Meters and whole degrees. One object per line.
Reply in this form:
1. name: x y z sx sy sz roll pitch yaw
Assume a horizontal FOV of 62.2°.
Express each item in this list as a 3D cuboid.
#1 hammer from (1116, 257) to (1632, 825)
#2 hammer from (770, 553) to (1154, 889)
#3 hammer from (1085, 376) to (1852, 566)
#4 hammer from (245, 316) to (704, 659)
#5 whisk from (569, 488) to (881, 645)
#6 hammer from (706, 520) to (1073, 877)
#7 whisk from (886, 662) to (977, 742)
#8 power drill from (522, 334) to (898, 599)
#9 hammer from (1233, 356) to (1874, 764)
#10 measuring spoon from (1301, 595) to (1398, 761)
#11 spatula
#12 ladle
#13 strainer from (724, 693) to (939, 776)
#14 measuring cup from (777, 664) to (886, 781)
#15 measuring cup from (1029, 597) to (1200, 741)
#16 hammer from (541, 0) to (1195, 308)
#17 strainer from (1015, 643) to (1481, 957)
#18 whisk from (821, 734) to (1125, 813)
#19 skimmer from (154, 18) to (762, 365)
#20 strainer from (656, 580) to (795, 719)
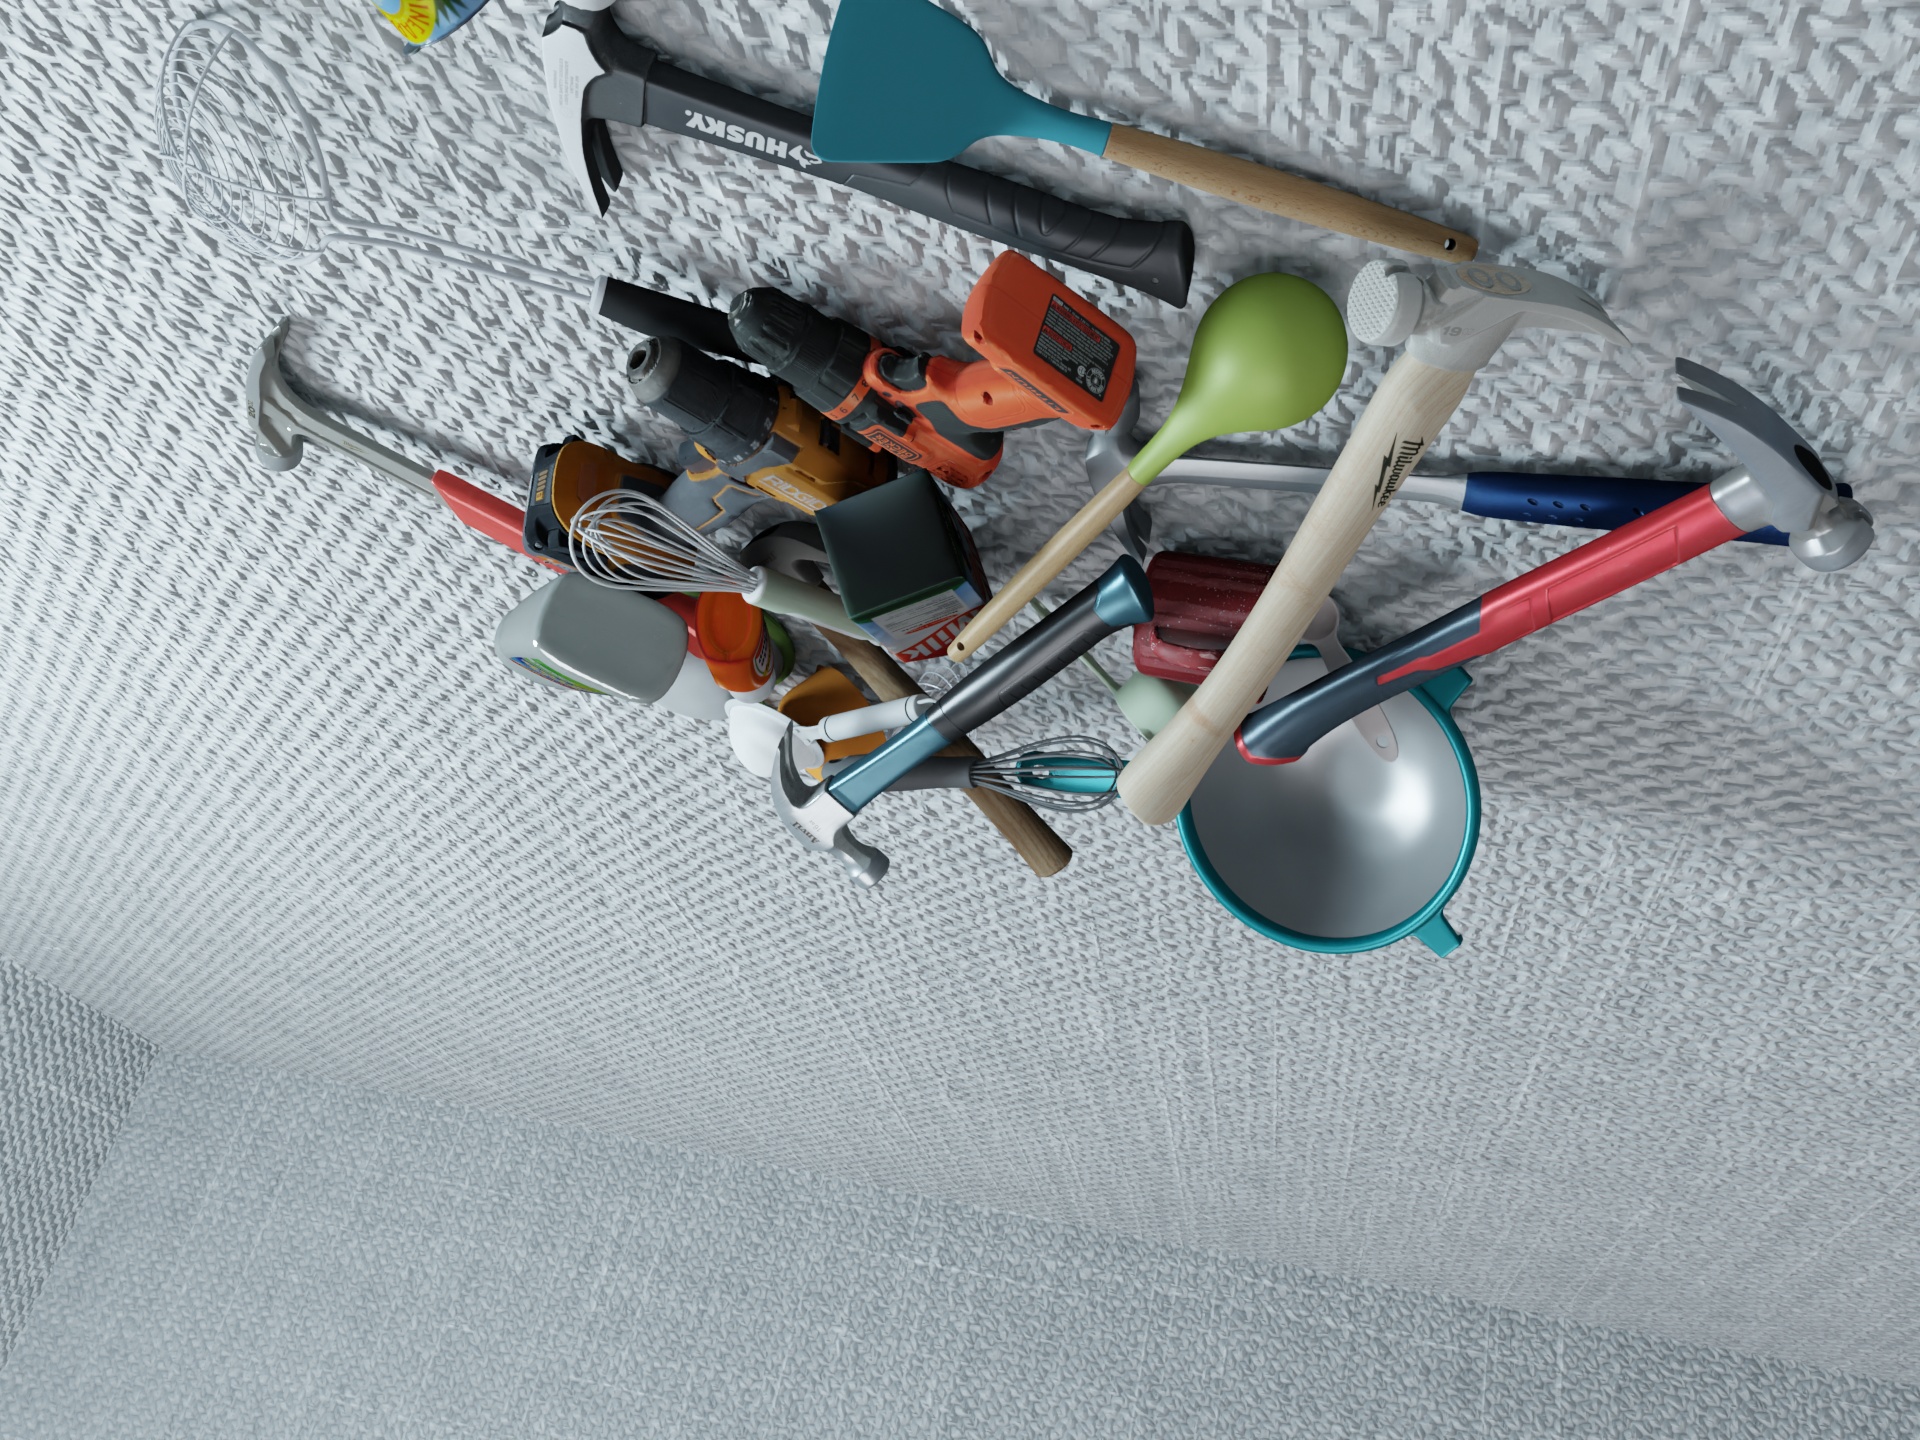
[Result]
1. hammer: 0.194 -0.073 0.876 0.146 0.038 0.410 0 141 -23
2. hammer: -0.002 -0.003 1.038 0.128 0.033 0.331 42 125 -18
3. hammer: 0.272 -0.127 0.896 0.405 0.035 0.144 7 150 14
4. hammer: -0.320 -0.144 1.107 0.359 0.037 0.149 28 150 -11
5. whisk: -0.135 -0.086 0.993 0.246 0.059 0.058 18 -172 -42
6. hammer: -0.032 -0.010 1.143 0.130 0.031 0.331 -27 112 42
7. whisk: -0.048 0.021 1.289 0.070 0.070 0.284 23 156 -15
8. power drill: -0.179 -0.155 0.983 0.226 0.084 0.185 -14 154 37
9. hammer: 0.290 -0.063 0.908 0.143 0.038 0.386 33 142 -22
10. measuring spoon: 0.252 -0.029 1.030 0.034 0.018 0.124 -29 90 33
11. spatula: 0.093 -0.259 0.734 0.317 0.044 0.082 14 109 -6
12. ladle: 0.089 -0.125 0.885 0.078 0.062 0.320 52 133 5
13. strainer: -0.100 0.008 1.151 0.258 0.050 0.086 -13 133 47
14. measuring cup: -0.117 0.019 1.283 0.095 0.052 0.173 55 155 1
15. measuring cup: 0.112 -0.038 1.069 0.168 0.083 0.038 46 108 10
16. hammer: -0.041 -0.270 0.790 0.334 0.035 0.146 17 151 -5
17. strainer: 0.206 0.043 1.132 0.340 0.211 0.095 5 -169 32
18. whisk: 0.007 0.038 1.110 0.239 0.055 0.055 -1 148 25
19. skimmer: -0.258 -0.276 0.886 0.363 0.090 0.127 13 144 -18
20. strainer: -0.192 -0.014 1.275 0.151 0.069 0.256 1 147 23
